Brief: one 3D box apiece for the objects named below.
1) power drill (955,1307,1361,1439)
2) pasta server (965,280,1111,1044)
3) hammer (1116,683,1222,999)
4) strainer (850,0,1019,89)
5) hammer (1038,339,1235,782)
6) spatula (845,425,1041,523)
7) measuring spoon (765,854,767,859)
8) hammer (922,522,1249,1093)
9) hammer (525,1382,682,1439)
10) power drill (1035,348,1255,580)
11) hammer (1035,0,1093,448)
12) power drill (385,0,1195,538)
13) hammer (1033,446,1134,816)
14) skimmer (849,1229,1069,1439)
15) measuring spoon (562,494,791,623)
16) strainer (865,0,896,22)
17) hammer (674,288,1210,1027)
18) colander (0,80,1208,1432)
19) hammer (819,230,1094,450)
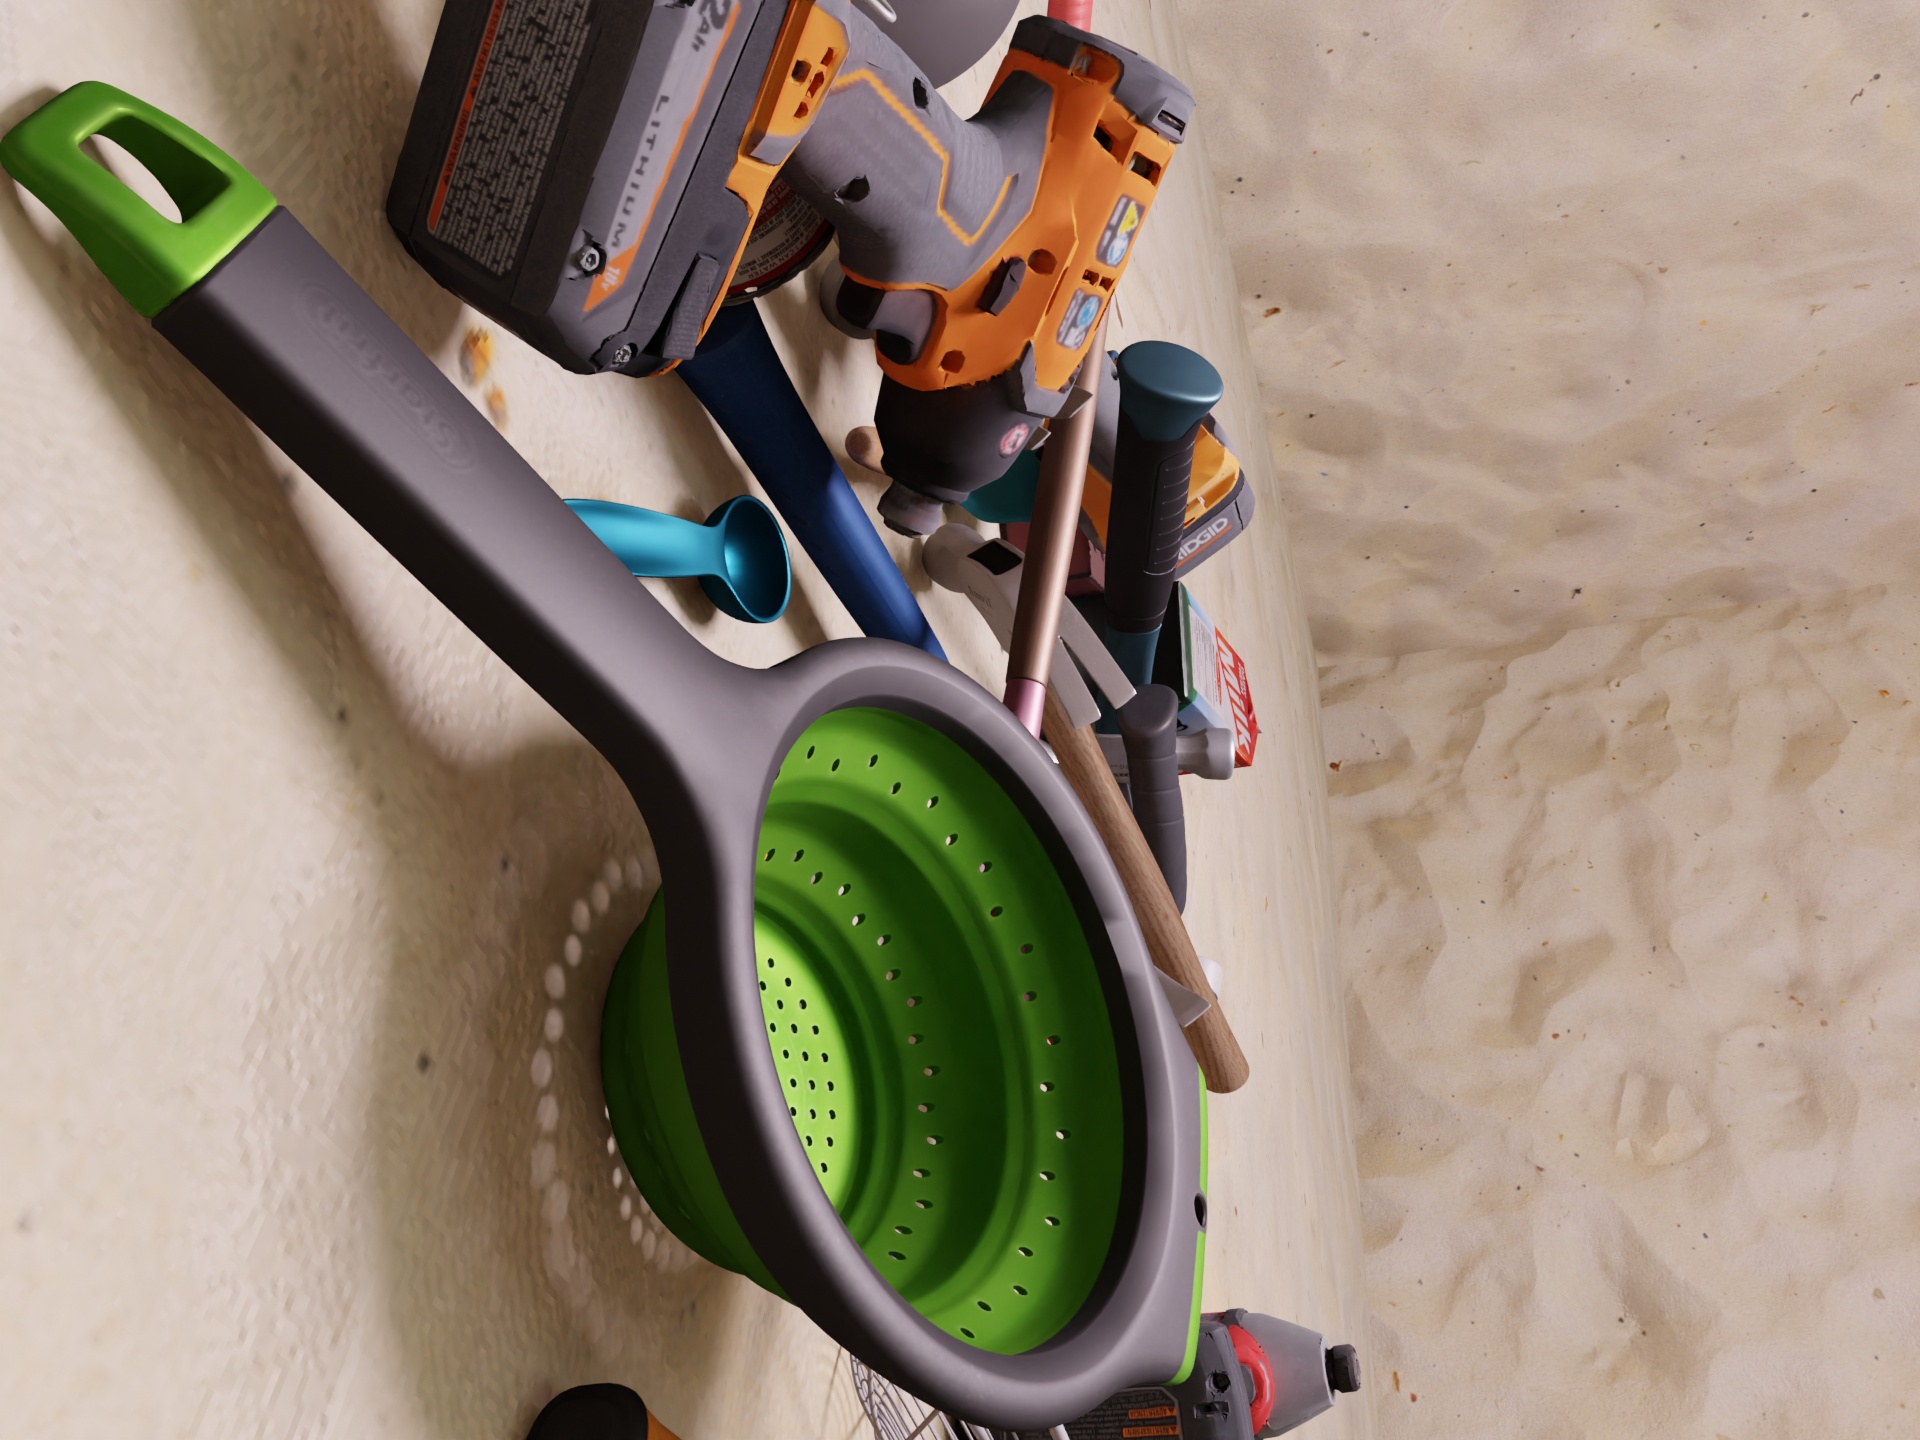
[{"bbox_3d":[0.093,0.298,0.696,0.219,0.143,0.079,35,46,-65],"label":"power drill"},{"bbox_3d":[0.034,-0.039,0.584,0.060,0.040,0.316,28,63,-38],"label":"pasta server"},{"bbox_3d":[0.120,0.118,0.929,0.408,0.036,0.149,75,25,-52],"label":"hammer"},{"bbox_3d":[-0.035,-0.440,0.717,0.340,0.095,0.211,58,29,-57],"label":"strainer"},{"bbox_3d":[0.086,-0.058,0.769,0.330,0.128,0.033,88,3,-59],"label":"hammer"},{"bbox_3d":[-0.004,-0.121,0.712,0.317,0.044,0.082,-40,107,-79],"label":"spatula"},{"bbox_3d":[-0.068,0.043,0.518,0.117,0.011,0.021,-73,150,-49],"label":"measuring spoon"},{"bbox_3d":[0.078,0.059,0.772,0.331,0.031,0.130,64,-12,-27],"label":"hammer"},{"bbox_3d":[-0.035,0.271,0.467,0.127,0.034,0.336,-81,156,-44],"label":"hammer"},{"bbox_3d":[0.041,-0.187,0.773,0.226,0.084,0.186,43,14,-45],"label":"power drill"},{"bbox_3d":[0.057,-0.340,0.885,0.149,0.037,0.358,-76,172,-50],"label":"hammer"},{"bbox_3d":[-0.034,-0.132,0.440,0.226,0.084,0.164,-2,121,-54],"label":"power drill"},{"bbox_3d":[0.092,-0.032,1.044,0.146,0.035,0.334,-45,124,-69],"label":"hammer"},{"bbox_3d":[0.034,0.174,0.643,0.363,0.090,0.127,-57,129,-67],"label":"skimmer"},{"bbox_3d":[-0.093,-0.051,0.478,0.128,0.021,0.042,-1,83,-64],"label":"measuring spoon"},{"bbox_3d":[-0.092,-0.387,0.598,0.087,0.050,0.258,-68,140,-63],"label":"strainer"},{"bbox_3d":[-0.001,-0.002,0.638,0.144,0.035,0.405,48,-7,45],"label":"hammer"},{"bbox_3d":[-0.075,0.034,0.393,0.396,0.094,0.205,49,34,-30],"label":"colander"},{"bbox_3d":[-0.075,-0.245,0.486,0.146,0.038,0.410,42,-8,40],"label":"hammer"}]
